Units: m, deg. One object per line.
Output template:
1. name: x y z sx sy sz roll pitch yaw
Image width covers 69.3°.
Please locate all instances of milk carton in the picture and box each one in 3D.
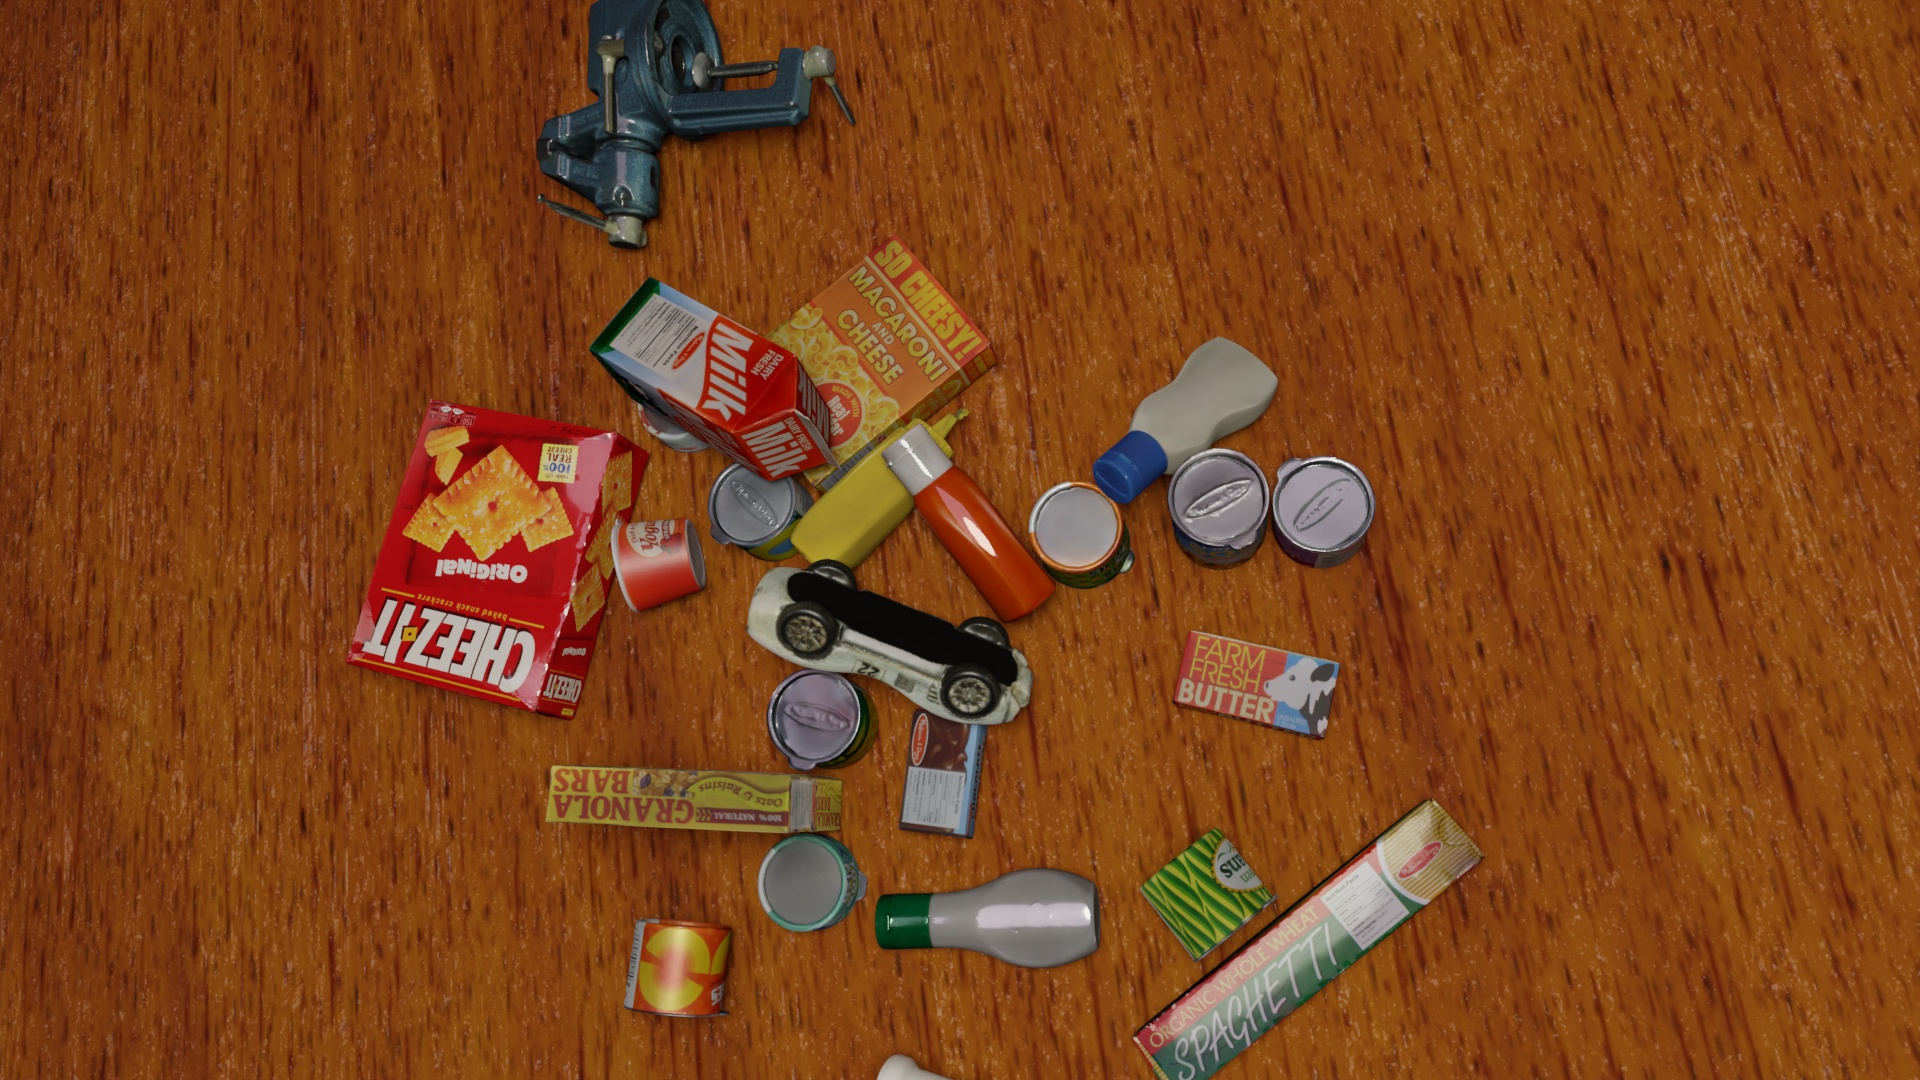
1. milk carton: -0.165 -0.108 0.988 0.191 0.072 0.073 30 75 27

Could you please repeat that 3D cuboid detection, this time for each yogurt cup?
1. yogurt cup: -0.221 0.015 1.024 0.054 0.072 0.072 -13 74 0

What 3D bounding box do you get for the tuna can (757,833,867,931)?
1. tuna can: -0.103 0.237 0.961 0.071 0.032 0.071 -3 76 11

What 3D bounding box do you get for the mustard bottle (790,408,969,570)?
1. mustard bottle: -0.053 -0.041 1.008 0.049 0.065 0.160 42 81 12

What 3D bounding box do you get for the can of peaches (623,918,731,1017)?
1. can of peaches: -0.190 0.291 0.948 0.071 0.071 0.058 2 76 12

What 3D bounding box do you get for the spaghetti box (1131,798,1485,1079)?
1. spaghetti box: 0.222 0.262 0.894 0.250 0.028 0.050 -38 73 0

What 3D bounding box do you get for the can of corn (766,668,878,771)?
1. can of corn: -0.096 0.128 0.973 0.071 0.058 0.071 -3 76 10

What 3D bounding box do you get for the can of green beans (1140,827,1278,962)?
1. can of green beans: 0.159 0.228 0.895 0.071 0.071 0.058 -38 72 0

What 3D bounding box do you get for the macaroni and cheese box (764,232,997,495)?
1. macaroni and cheese box: -0.075 -0.132 1.045 0.166 0.040 0.124 -39 72 0

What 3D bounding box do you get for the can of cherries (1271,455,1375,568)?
1. can of cherries: 0.244 -0.020 0.946 0.071 0.058 0.071 -3 77 11

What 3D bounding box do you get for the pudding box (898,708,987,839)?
1. pudding box: -0.011 0.162 0.963 0.050 0.030 0.084 4 77 13

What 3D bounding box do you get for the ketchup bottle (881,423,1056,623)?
1. ketchup bottle: 0.003 -0.012 0.963 0.044 0.064 0.148 -39 94 -17

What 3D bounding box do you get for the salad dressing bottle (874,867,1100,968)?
1. salad dressing bottle: 0.018 0.253 0.929 0.147 0.044 0.064 -4 77 11

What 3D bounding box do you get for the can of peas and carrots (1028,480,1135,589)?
1. can of peas and carrots: 0.086 -0.002 0.971 0.071 0.058 0.071 -3 76 11

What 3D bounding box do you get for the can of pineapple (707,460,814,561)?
1. can of pineapple: -0.146 -0.021 1.021 0.071 0.057 0.071 -3 76 11

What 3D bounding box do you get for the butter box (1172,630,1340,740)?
1. butter box: 0.200 0.098 0.942 0.103 0.024 0.053 12 78 13

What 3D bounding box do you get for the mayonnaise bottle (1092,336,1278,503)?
1. mayonnaise bottle: 0.152 -0.081 0.959 0.065 0.041 0.149 41 63 20

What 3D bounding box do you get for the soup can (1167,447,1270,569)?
1. soup can: 0.177 -0.017 0.944 0.071 0.083 0.071 -3 76 11

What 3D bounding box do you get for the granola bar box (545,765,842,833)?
1. granola bar box: -0.176 0.175 0.942 0.165 0.124 0.039 0 79 11

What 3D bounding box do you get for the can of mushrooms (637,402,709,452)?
1. can of mushrooms: -0.212 -0.106 1.068 0.071 0.033 0.071 -3 76 11
